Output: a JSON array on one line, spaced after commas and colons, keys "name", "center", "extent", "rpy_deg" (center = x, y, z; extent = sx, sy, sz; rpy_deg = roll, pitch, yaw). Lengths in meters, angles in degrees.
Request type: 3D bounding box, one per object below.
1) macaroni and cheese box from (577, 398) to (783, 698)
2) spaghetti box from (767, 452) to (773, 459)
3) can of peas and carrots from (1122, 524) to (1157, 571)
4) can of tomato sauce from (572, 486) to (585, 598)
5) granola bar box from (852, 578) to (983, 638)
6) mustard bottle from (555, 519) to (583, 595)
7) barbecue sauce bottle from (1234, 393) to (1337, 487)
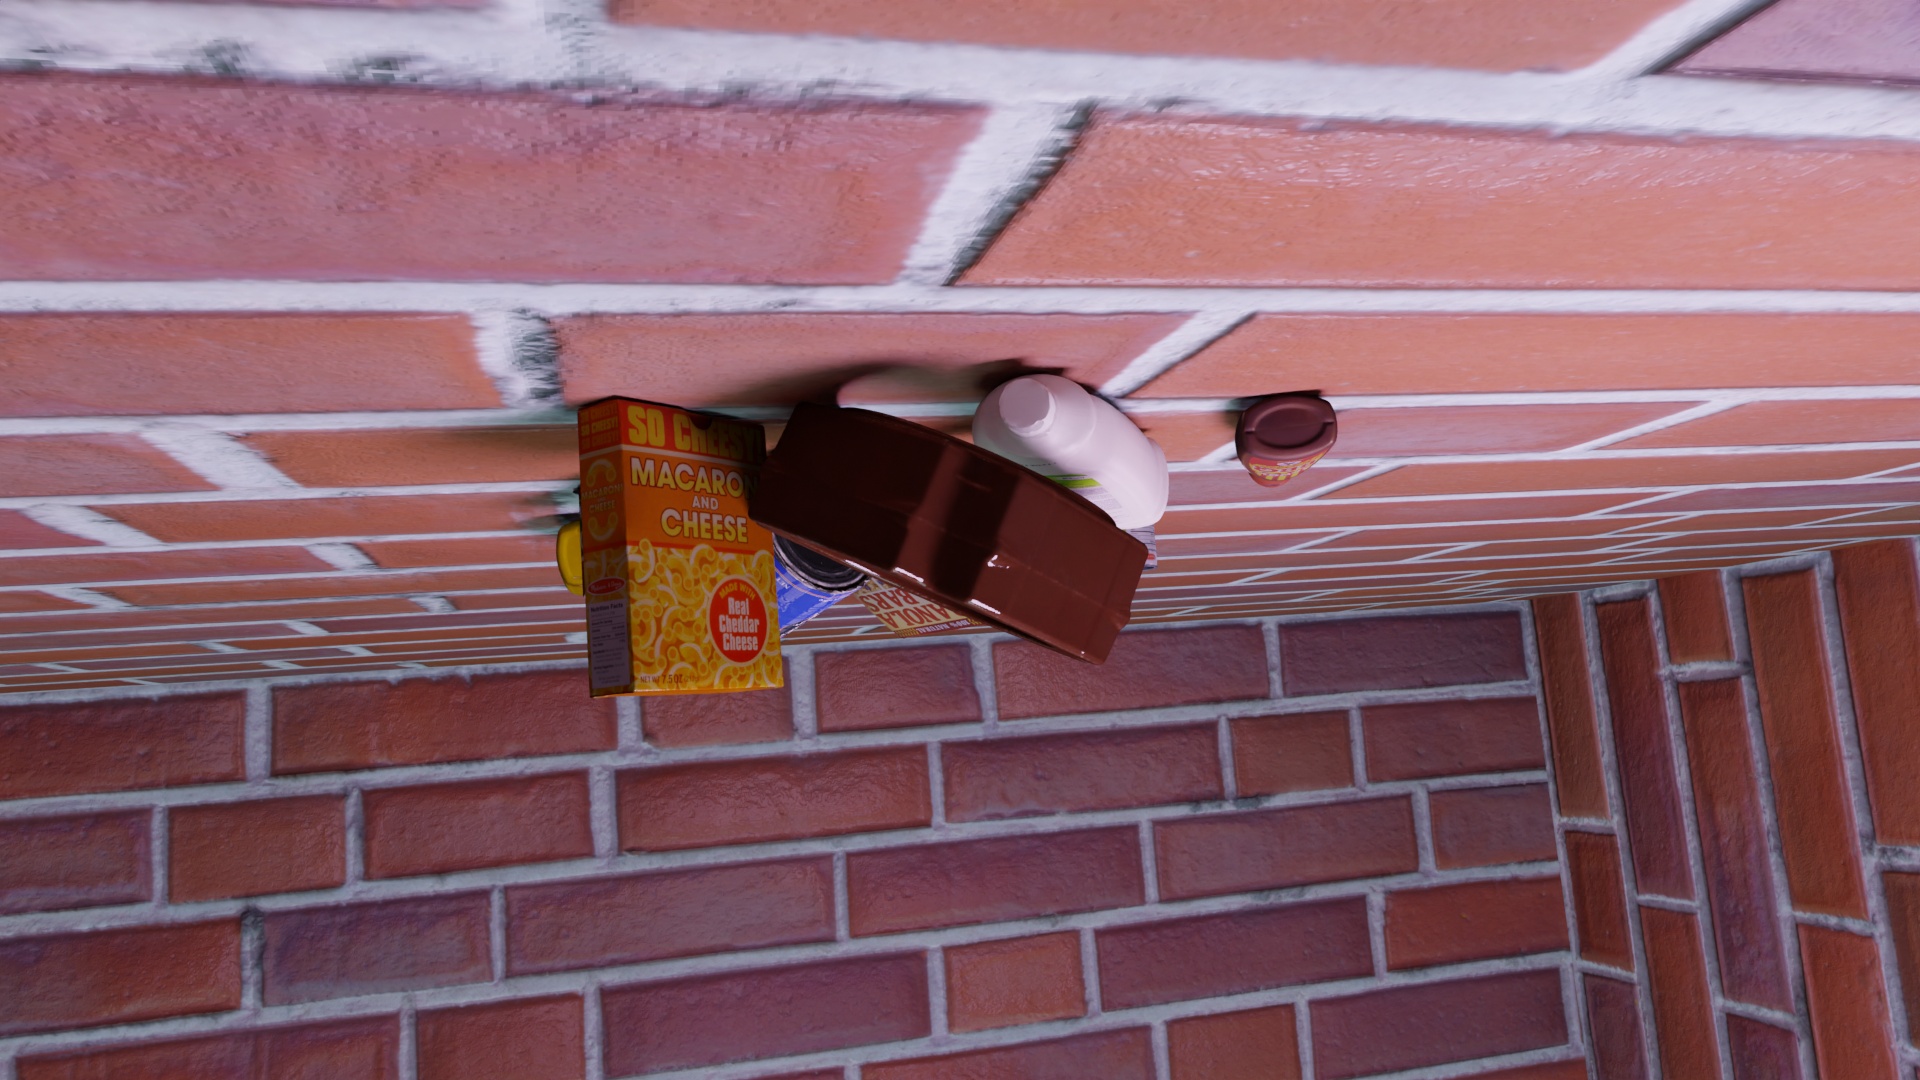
[{"name": "macaroni and cheese box", "center": [-0.163, 0.007, 0.823], "extent": [0.040, 0.166, 0.124], "rpy_deg": [-10, 171, 33]}, {"name": "spaghetti box", "center": [-0.017, -0.049, 1.014], "extent": [0.250, 0.029, 0.050], "rpy_deg": [1, 172, -33]}, {"name": "can of peas and carrots", "center": [0.160, 0.002, 1.390], "extent": [0.071, 0.059, 0.071], "rpy_deg": [-4, 172, 0]}, {"name": "can of tomato sauce", "center": [-0.253, 0.000, 1.040], "extent": [0.071, 0.083, 0.071], "rpy_deg": [-5, 172, -1]}, {"name": "granola bar box", "center": [-0.043, 0.037, 1.355], "extent": [0.124, 0.039, 0.165], "rpy_deg": [45, 147, -23]}, {"name": "mustard bottle", "center": [-0.313, 0.017, 1.214], "extent": [0.049, 0.065, 0.160], "rpy_deg": [-8, 176, -4]}, {"name": "barbecue sauce bottle", "center": [0.223, -0.066, 0.971], "extent": [0.065, 0.043, 0.148], "rpy_deg": [-6, 173, 7]}]
